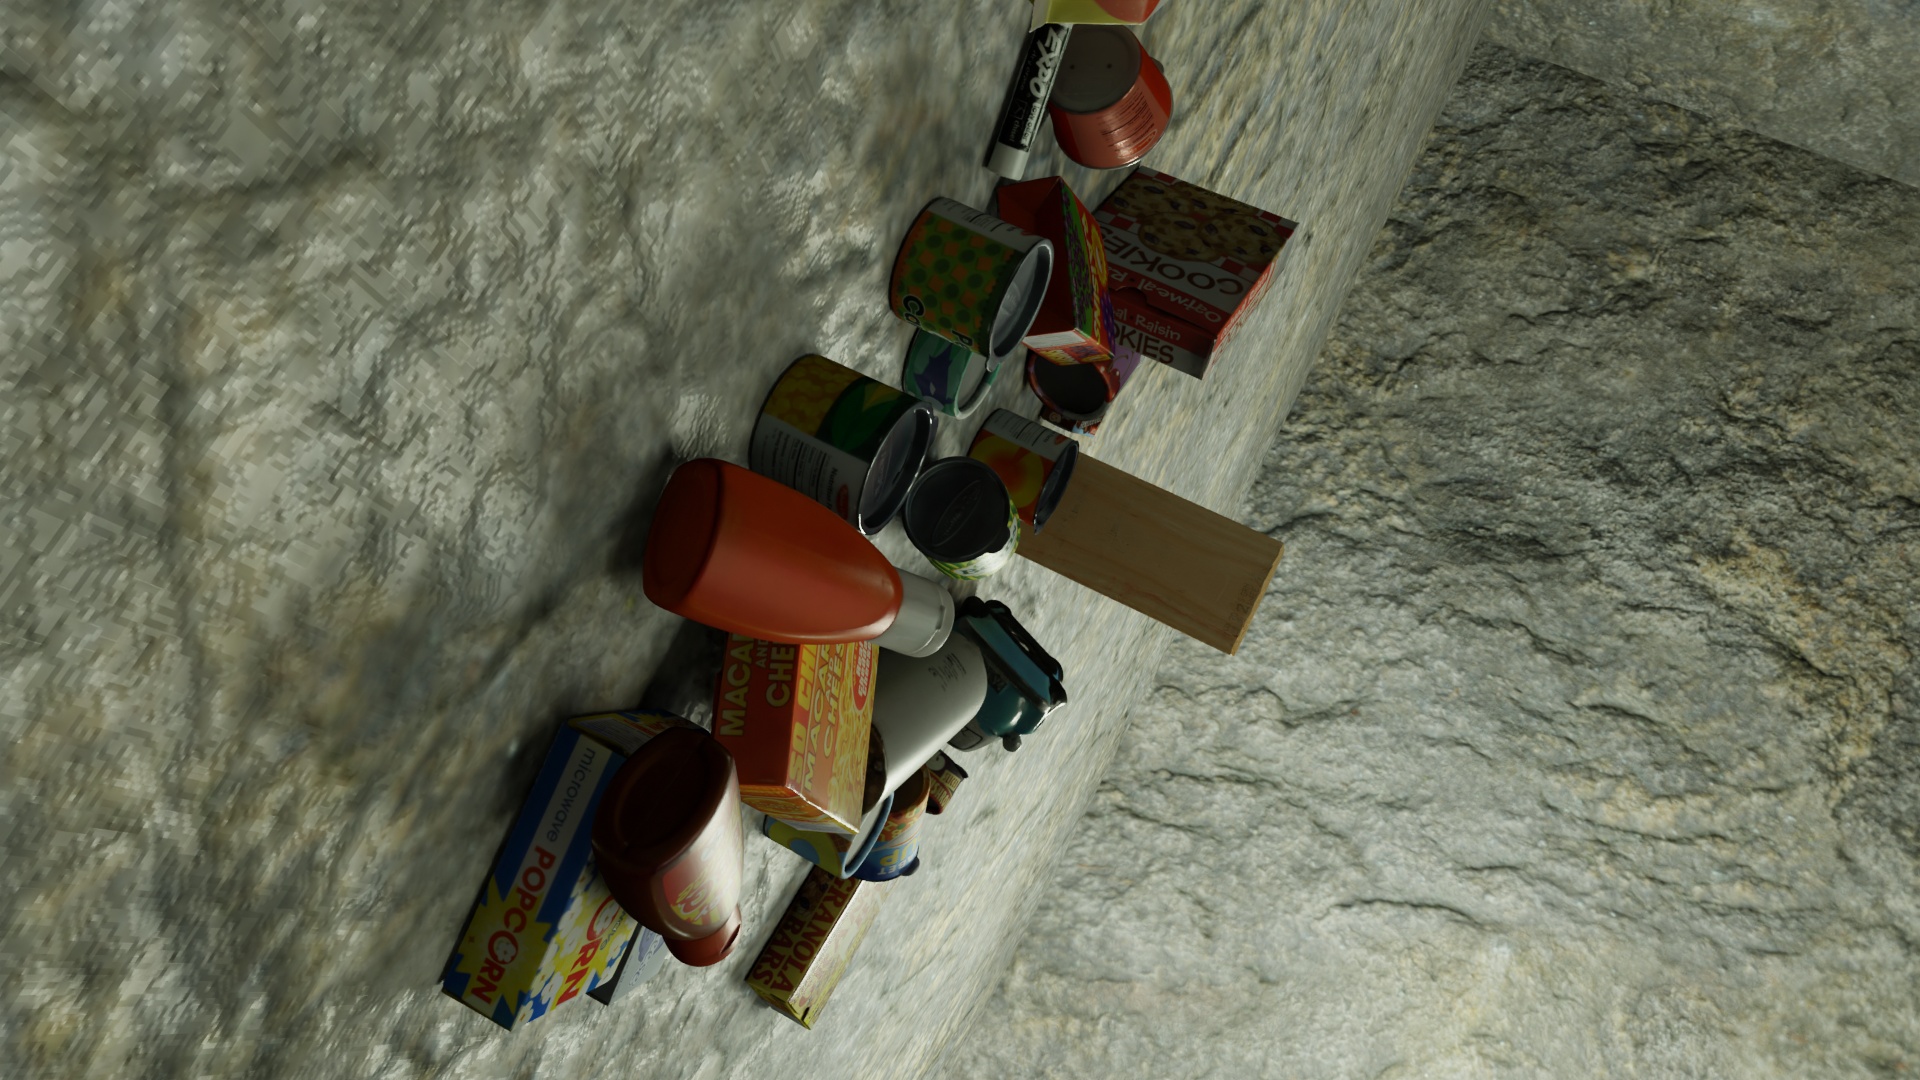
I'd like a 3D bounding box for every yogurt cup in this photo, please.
[{"bbox_3d":[0.076,-0.240,0.743,0.072,0.072,0.054,-63,157,-3],"label":"yogurt cup"}]

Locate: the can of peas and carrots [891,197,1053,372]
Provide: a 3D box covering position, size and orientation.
[{"bbox_3d":[0.005,-0.127,0.692,0.071,0.059,0.070,-56,163,-26],"label":"can of peas and carrots"}]

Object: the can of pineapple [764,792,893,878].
[{"bbox_3d":[-0.083,0.176,0.892,0.071,0.058,0.070,-57,164,-26],"label":"can of pineapple"}]

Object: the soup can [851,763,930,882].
[{"bbox_3d":[-0.056,0.195,0.992,0.072,0.071,0.083,-50,160,-42],"label":"soup can"}]

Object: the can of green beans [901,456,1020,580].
[{"bbox_3d":[0.002,-0.012,0.856,0.071,0.071,0.057,-62,165,-8],"label":"can of green beans"}]

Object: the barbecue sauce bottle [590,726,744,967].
[{"bbox_3d":[-0.117,0.139,0.588,0.065,0.044,0.147,-57,164,-32],"label":"barbecue sauce bottle"}]

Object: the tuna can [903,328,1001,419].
[{"bbox_3d":[0.000,-0.104,0.763,0.071,0.033,0.070,-57,164,-26],"label":"tuna can"}]

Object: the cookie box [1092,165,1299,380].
[{"bbox_3d":[0.142,-0.186,0.938,0.168,0.123,0.040,-50,159,-42],"label":"cookie box"}]

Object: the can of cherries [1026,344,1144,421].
[{"bbox_3d":[0.085,-0.127,0.963,0.059,0.071,0.071,-53,162,-34],"label":"can of cherries"}]

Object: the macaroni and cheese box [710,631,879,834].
[{"bbox_3d":[-0.079,0.075,0.694,0.166,0.040,0.124,68,25,-70],"label":"macaroni and cheese box"}]

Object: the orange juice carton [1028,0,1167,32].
[{"bbox_3d":[0.080,-0.300,0.635,0.194,0.073,0.071,-51,161,-39],"label":"orange juice carton"}]

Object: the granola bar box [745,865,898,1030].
[{"bbox_3d":[-0.095,0.286,1.072,0.166,0.039,0.123,-58,164,-23],"label":"granola bar box"}]

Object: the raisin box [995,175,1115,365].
[{"bbox_3d":[0.058,-0.152,0.802,0.123,0.040,0.086,3,80,-74],"label":"raisin box"}]

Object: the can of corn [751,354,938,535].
[{"bbox_3d":[-0.052,-0.045,0.632,0.071,0.058,0.070,-57,163,-27],"label":"can of corn"}]

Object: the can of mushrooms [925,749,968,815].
[{"bbox_3d":[-0.031,0.176,1.047,0.033,0.071,0.070,-55,163,-26],"label":"can of mushrooms"}]

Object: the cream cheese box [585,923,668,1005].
[{"bbox_3d":[-0.157,0.181,0.713,0.103,0.024,0.053,-66,167,8],"label":"cream cheese box"}]

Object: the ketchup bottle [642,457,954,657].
[{"bbox_3d":[-0.063,0.016,0.594,0.149,0.043,0.065,24,74,-45],"label":"ketchup bottle"}]

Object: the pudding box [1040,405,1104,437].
[{"bbox_3d":[0.093,-0.109,1.081,0.049,0.030,0.084,-65,165,7],"label":"pudding box"}]

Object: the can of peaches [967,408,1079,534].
[{"bbox_3d":[0.040,-0.047,0.946,0.071,0.058,0.071,-57,165,-25],"label":"can of peaches"}]

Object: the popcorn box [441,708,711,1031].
[{"bbox_3d":[-0.161,0.137,0.600,0.126,0.038,0.085,-65,166,3],"label":"popcorn box"}]
